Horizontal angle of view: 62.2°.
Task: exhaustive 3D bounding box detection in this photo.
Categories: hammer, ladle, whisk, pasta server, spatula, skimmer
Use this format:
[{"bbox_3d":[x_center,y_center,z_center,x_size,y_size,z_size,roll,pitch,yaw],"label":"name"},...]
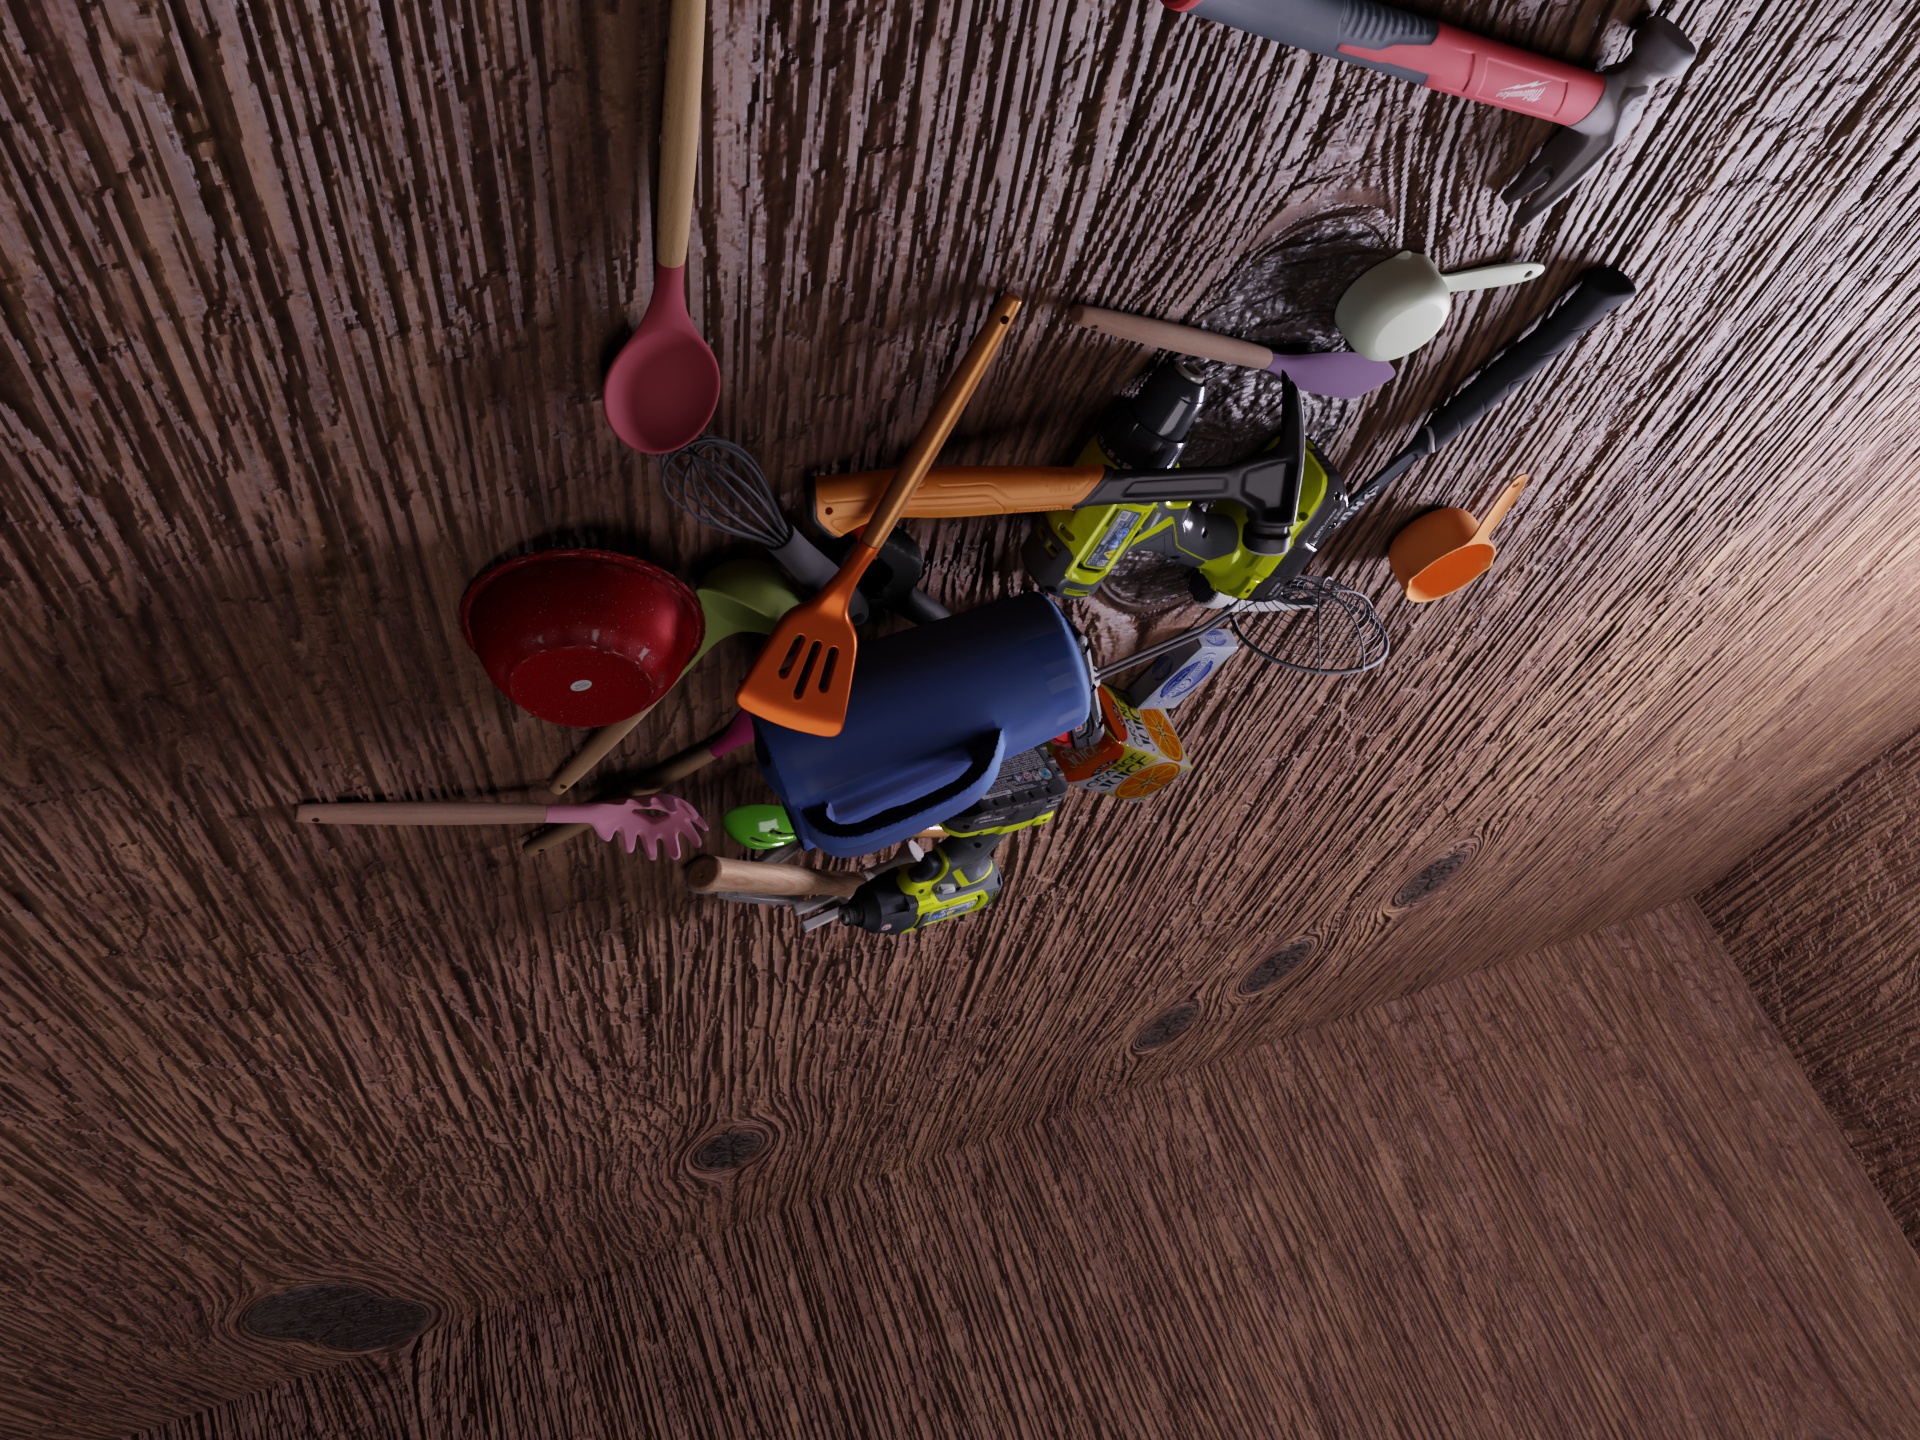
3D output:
[{"bbox_3d":[-0.090,0.072,1.475,0.359,0.037,0.149,-36,151,27],"label":"hammer"},{"bbox_3d":[-0.224,-0.018,1.174,0.078,0.062,0.320,29,131,-28],"label":"ladle"},{"bbox_3d":[0.255,-0.368,0.905,0.386,0.038,0.143,-3,150,-35],"label":"hammer"},{"bbox_3d":[-0.120,-0.118,1.042,0.055,0.055,0.238,-29,148,12],"label":"whisk"},{"bbox_3d":[-0.353,0.078,1.248,0.316,0.040,0.060,2,135,-32],"label":"pasta server"},{"bbox_3d":[0.195,-0.254,1.095,0.315,0.018,0.060,0,163,-39],"label":"spatula"},{"bbox_3d":[0.064,-0.162,1.065,0.337,0.034,0.127,-4,125,-6],"label":"hammer"},{"bbox_3d":[-0.045,-0.130,1.026,0.081,0.041,0.322,20,118,-25],"label":"spatula"},{"bbox_3d":[-0.151,0.149,1.465,0.130,0.031,0.331,-35,161,16],"label":"hammer"},{"bbox_3d":[0.178,-0.035,1.358,0.363,0.127,0.090,-22,113,30],"label":"skimmer"},{"bbox_3d":[-0.147,-0.255,0.811,0.069,0.031,0.315,-14,151,-22],"label":"ladle"},{"bbox_3d":[0.371,-0.215,1.297,0.149,0.036,0.409,4,143,-45],"label":"hammer"}]

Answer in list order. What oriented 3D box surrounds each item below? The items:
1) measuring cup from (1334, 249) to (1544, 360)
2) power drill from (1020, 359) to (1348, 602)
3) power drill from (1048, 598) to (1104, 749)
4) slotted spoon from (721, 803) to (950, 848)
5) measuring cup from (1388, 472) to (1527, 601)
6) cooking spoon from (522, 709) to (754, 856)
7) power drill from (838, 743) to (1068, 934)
[{"bbox_3d":[0.345,-0.294,1.117,0.167,0.038,0.083,-13,153,-14],"label":"measuring cup"},{"bbox_3d":[0.176,-0.169,1.177,0.228,0.080,0.190,3,135,-38],"label":"power drill"},{"bbox_3d":[-0.002,-0.004,1.296,0.219,0.079,0.143,-19,122,-9],"label":"power drill"},{"bbox_3d":[-0.085,0.099,1.459,0.313,0.031,0.070,4,151,-45],"label":"slotted spoon"},{"bbox_3d":[0.444,-0.177,1.412,0.095,0.052,0.173,-11,150,-23],"label":"measuring cup"},{"bbox_3d":[-0.227,0.037,1.316,0.319,0.017,0.068,-28,153,9],"label":"cooking spoon"},{"bbox_3d":[-0.010,0.114,1.457,0.171,0.080,0.223,-12,147,-37],"label":"power drill"}]
